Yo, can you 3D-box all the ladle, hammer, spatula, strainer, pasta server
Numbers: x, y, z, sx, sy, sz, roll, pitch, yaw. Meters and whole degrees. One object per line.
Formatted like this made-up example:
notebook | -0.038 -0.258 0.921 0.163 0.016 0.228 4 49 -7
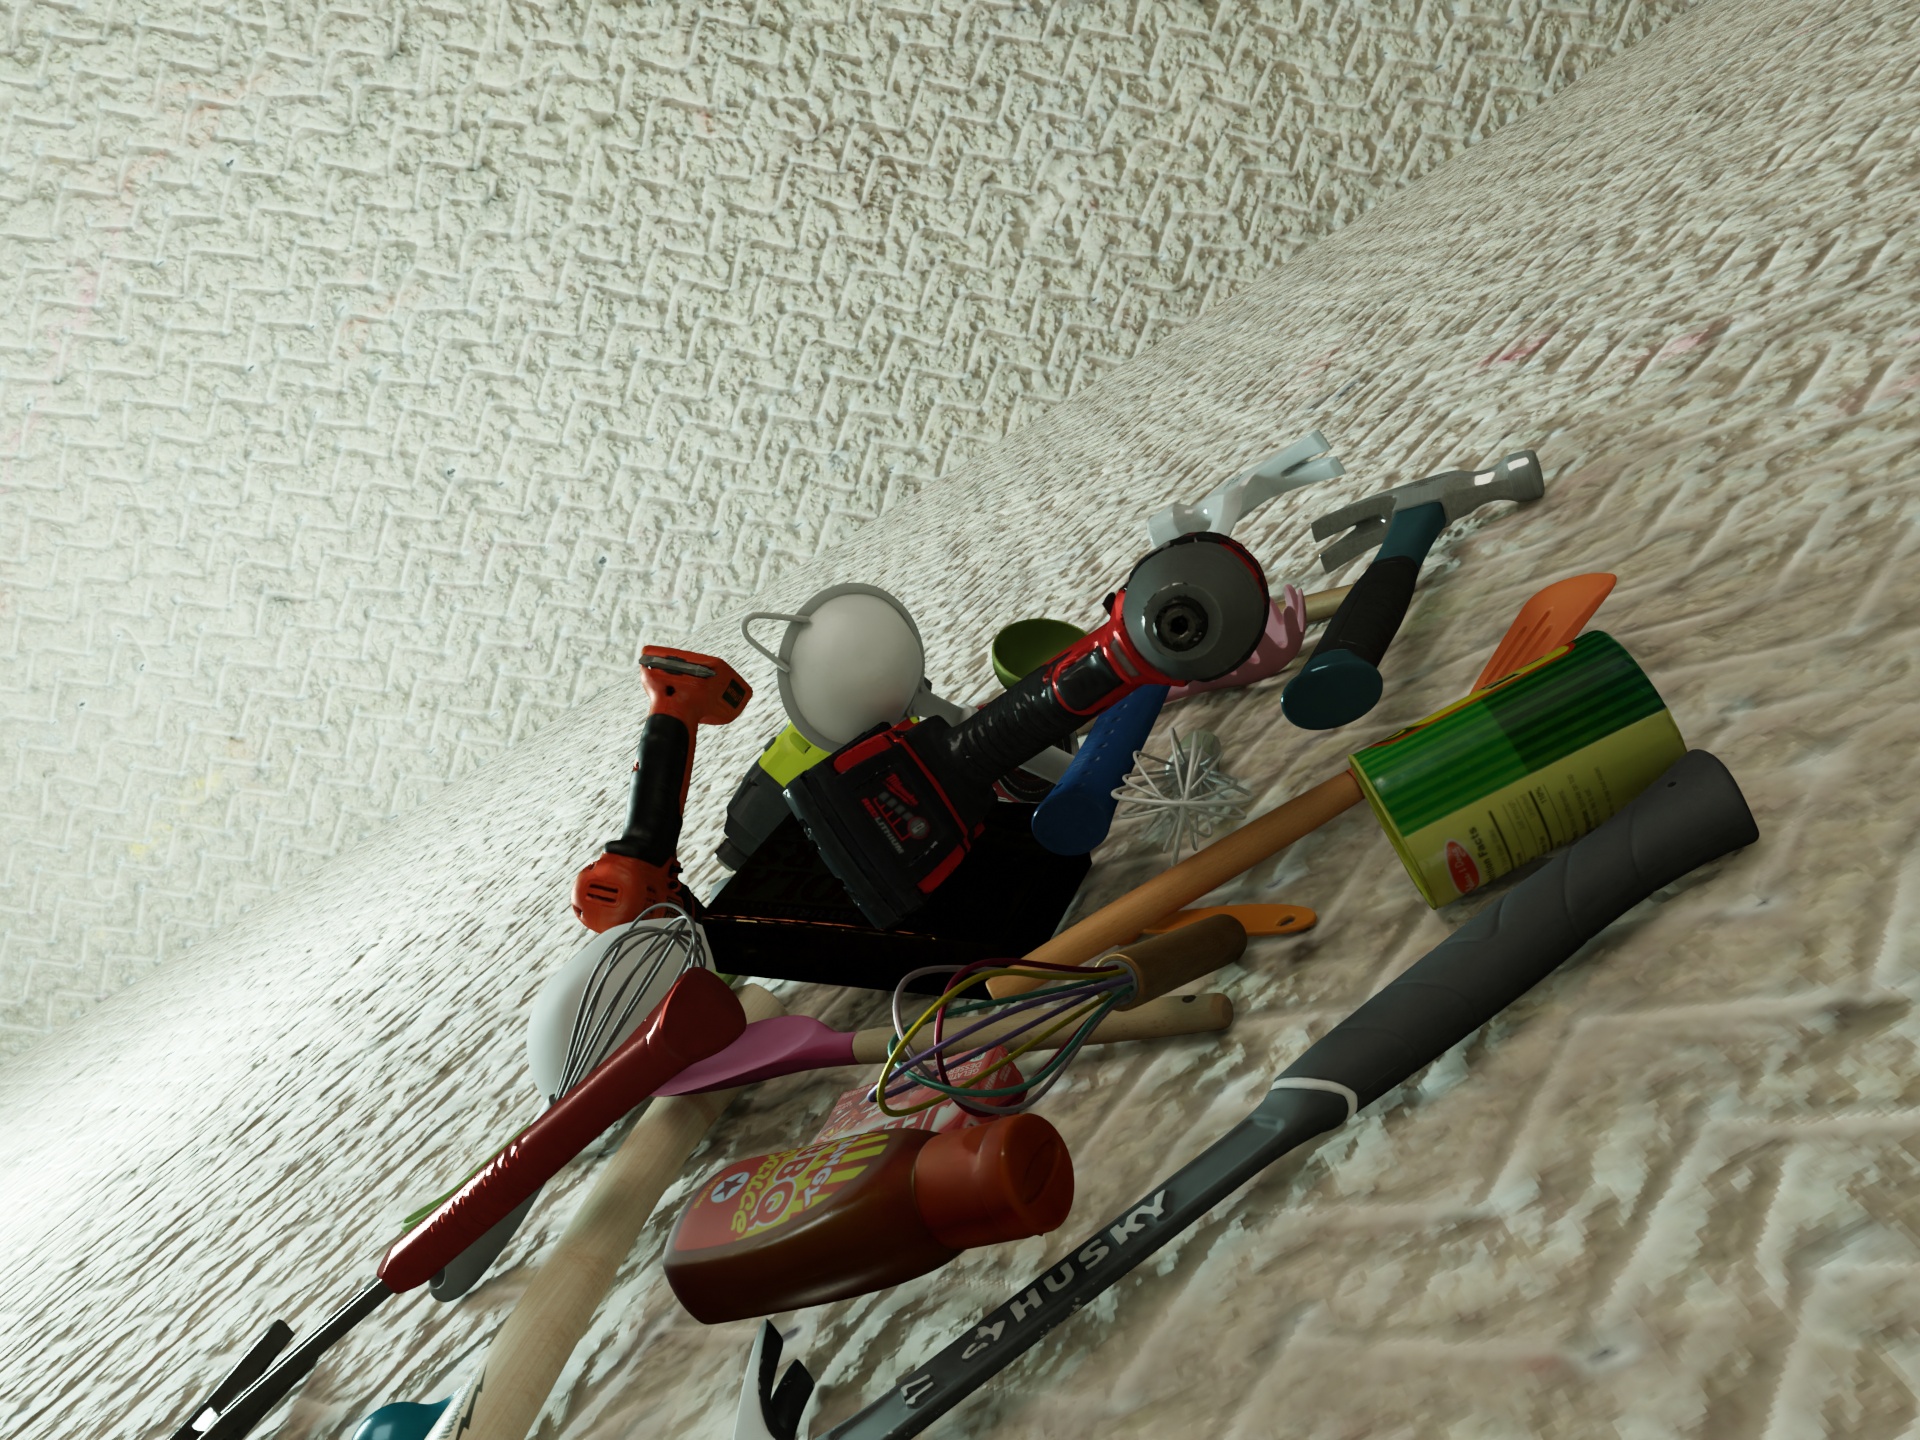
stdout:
ladle | 0.145 -0.063 1.033 0.320 0.062 0.078 -14 22 46
hammer | 0.228 -0.074 0.844 0.128 0.033 0.331 -13 17 30
spatula | 0.149 0.033 0.705 0.322 0.041 0.081 -30 2 -1
hammer | -0.175 0.243 0.707 0.146 0.038 0.411 -18 17 21
strainer | -0.234 0.192 0.901 0.256 0.069 0.151 -40 6 3
hammer | -0.234 0.233 0.732 0.359 0.036 0.149 -41 4 12
hammer | 0.127 -0.057 0.920 0.144 0.035 0.406 -27 18 35
strainer | -0.001 -0.003 0.829 0.050 0.258 0.087 10 79 48
pasta server | 0.093 -0.014 1.013 0.316 0.040 0.060 -21 18 44
hammer | 0.097 0.134 0.516 0.409 0.036 0.149 -34 13 -9

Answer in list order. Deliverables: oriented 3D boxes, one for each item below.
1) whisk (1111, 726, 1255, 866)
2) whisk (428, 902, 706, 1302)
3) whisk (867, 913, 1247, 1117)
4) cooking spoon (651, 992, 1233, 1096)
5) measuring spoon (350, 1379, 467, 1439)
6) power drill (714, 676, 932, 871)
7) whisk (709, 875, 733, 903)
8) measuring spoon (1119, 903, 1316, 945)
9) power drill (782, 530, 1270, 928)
whisk | 0.109 0.025 0.745 0.059 0.058 0.246 1 4 11
whisk | -0.200 0.193 0.796 0.239 0.055 0.055 -56 13 5
whisk | 0.048 0.094 0.561 0.051 0.047 0.245 2 4 33
cooking spoon | -0.024 0.143 0.704 0.319 0.017 0.069 -14 13 35
measuring spoon | -0.218 0.286 0.705 0.128 0.021 0.042 -38 15 -21
power drill | -0.094 0.025 1.074 0.171 0.080 0.223 -49 1 -1
whisk | -0.118 0.117 1.005 0.070 0.070 0.284 -38 10 -21
measuring spoon | 0.108 0.091 0.692 0.117 0.011 0.021 -11 23 48
power drill | 0.037 -0.004 0.702 0.219 0.078 0.143 -35 1 16
